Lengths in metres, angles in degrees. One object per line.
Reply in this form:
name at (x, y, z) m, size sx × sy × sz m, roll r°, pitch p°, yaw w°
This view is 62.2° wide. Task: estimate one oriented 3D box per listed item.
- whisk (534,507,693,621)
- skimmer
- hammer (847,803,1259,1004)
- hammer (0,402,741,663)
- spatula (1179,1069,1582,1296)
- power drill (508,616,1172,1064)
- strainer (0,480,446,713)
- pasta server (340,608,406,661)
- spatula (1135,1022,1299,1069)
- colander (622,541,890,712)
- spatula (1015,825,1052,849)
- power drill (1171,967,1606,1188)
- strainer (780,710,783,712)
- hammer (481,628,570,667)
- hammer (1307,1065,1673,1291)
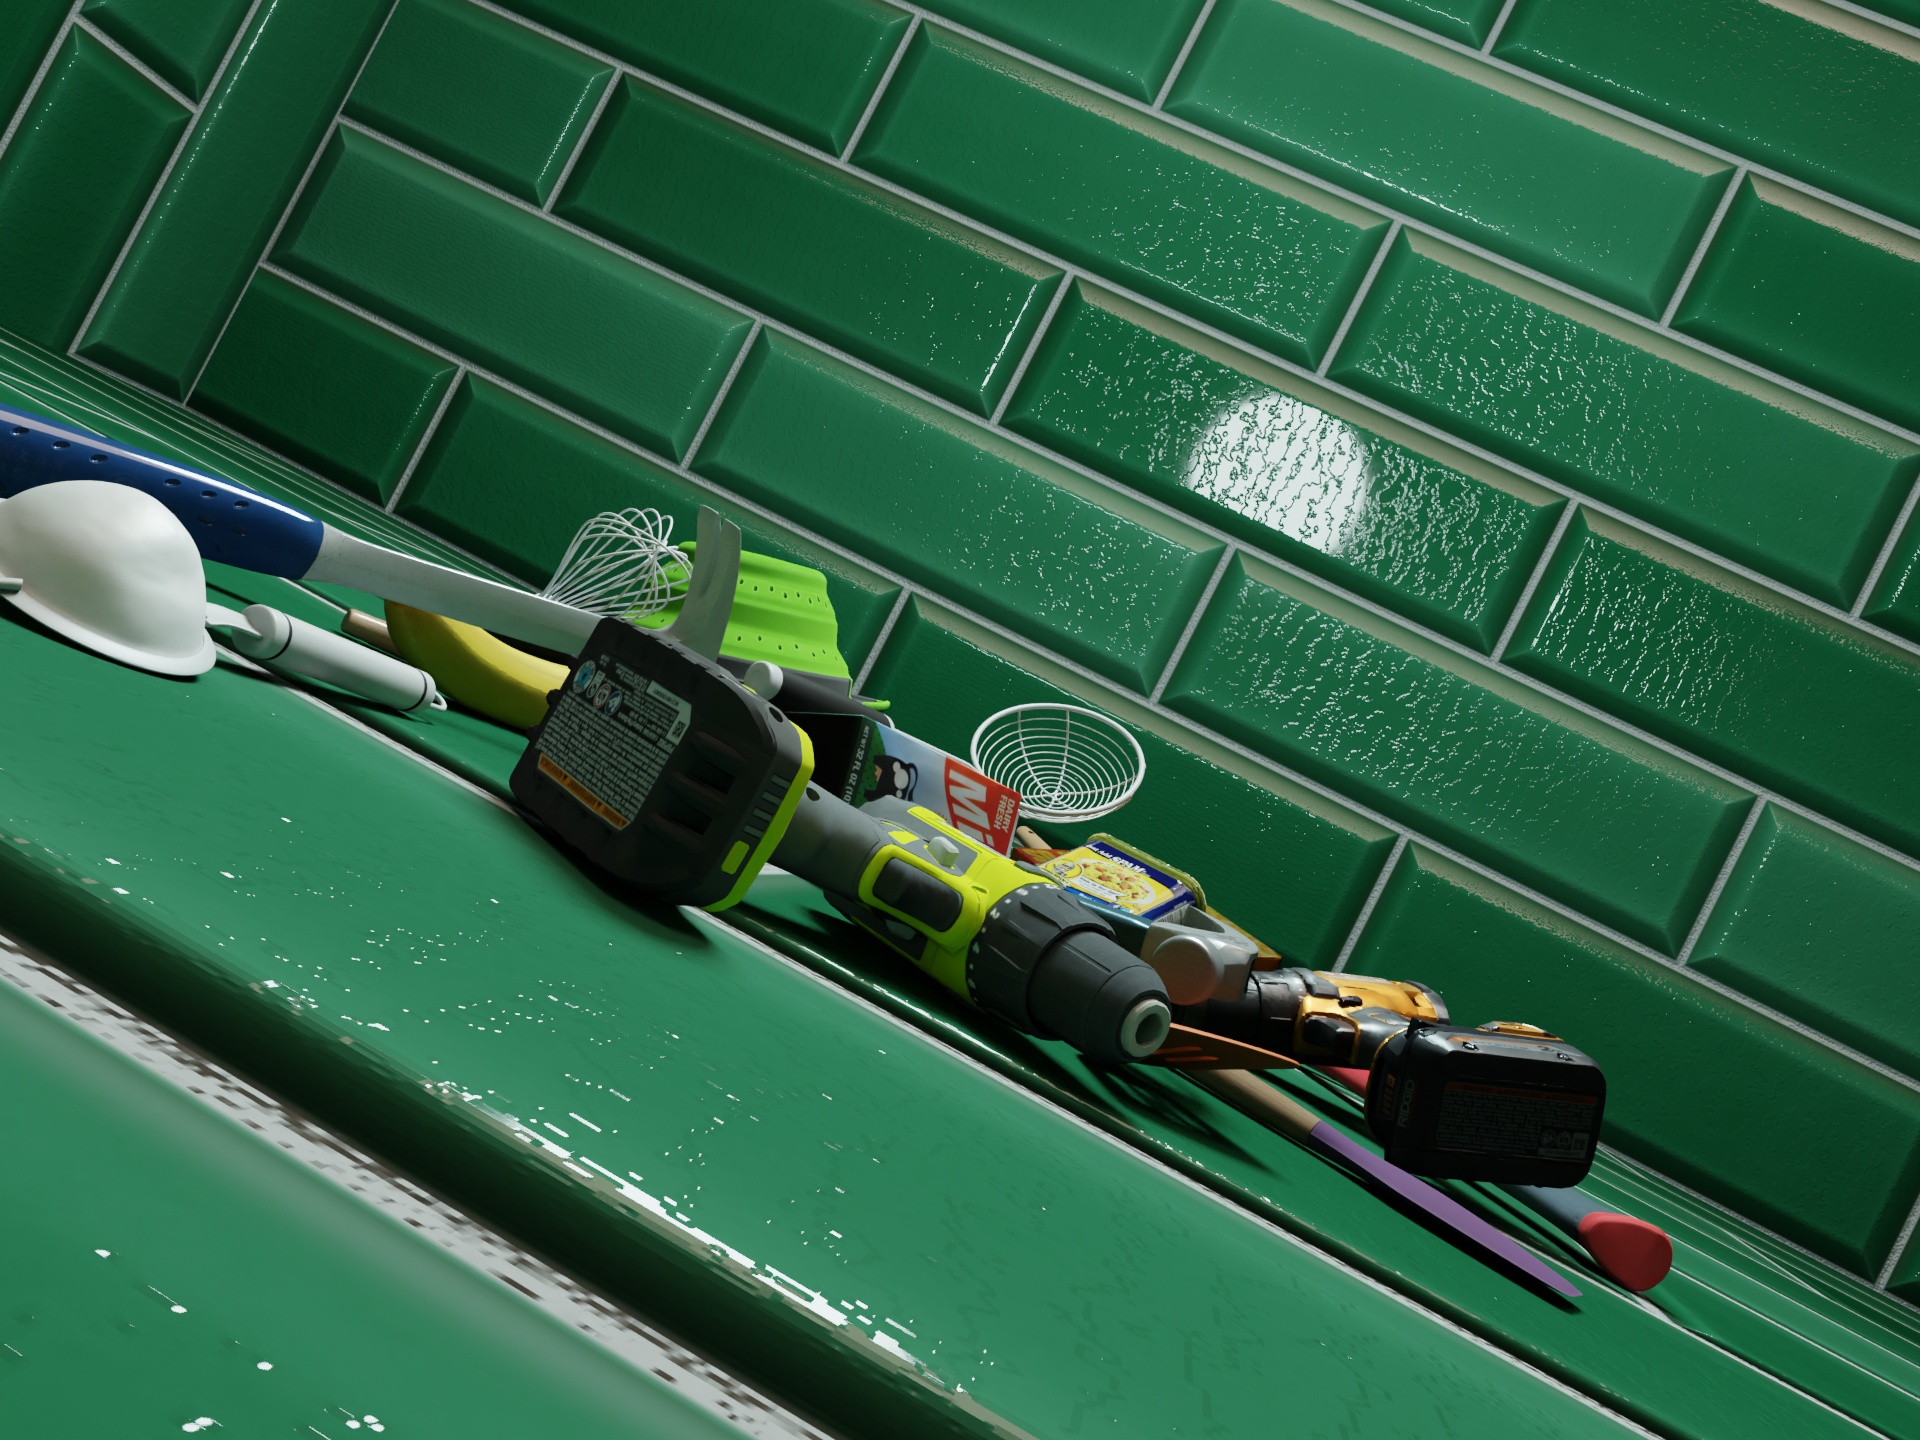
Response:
whisk at (-0.248, -0.074, 0.983) m, size 0.070 × 0.070 × 0.284 m, roll 28°, pitch -25°, yaw -30°
skimmer at (-0.002, -0.003, 1.061) m, size 0.127 × 0.090 × 0.363 m, roll 41°, pitch 10°, yaw 36°
hammer at (-0.008, 0.073, 0.797) m, size 0.331 × 0.033 × 0.128 m, roll 17°, pitch 1°, yaw 27°
hammer at (-0.256, -0.073, 0.654) m, size 0.035 × 0.144 × 0.405 m, roll 33°, pitch 10°, yaw 40°
spatula at (0.152, 0.188, 0.776) m, size 0.316 × 0.018 × 0.059 m, roll 28°, pitch -1°, yaw 33°
power drill at (-0.038, 0.056, 0.609) m, size 0.228 × 0.080 × 0.191 m, roll 32°, pitch -4°, yaw -39°
strainer at (-0.254, -0.036, 0.568) m, size 0.087 × 0.050 × 0.258 m, roll 43°, pitch 1°, yaw 18°
pasta server at (-0.200, 0.000, 0.918) m, size 0.316 × 0.040 × 0.060 m, roll 26°, pitch -20°, yaw -32°
spatula at (0.048, 0.119, 0.784) m, size 0.081 × 0.041 × 0.323 m, roll 20°, pitch 3°, yaw -22°
colander at (-0.239, -0.092, 1.162) m, size 0.397 × 0.094 × 0.204 m, roll 13°, pitch 3°, yaw 6°
spatula at (0.125, 0.153, 1.222) m, size 0.082 × 0.044 × 0.318 m, roll 11°, pitch 19°, yaw -33°
power drill at (0.241, 0.197, 0.943) m, size 0.185 × 0.084 × 0.226 m, roll 9°, pitch 3°, yaw -16°
strainer at (-0.132, 0.027, 1.224) m, size 0.152 × 0.069 × 0.256 m, roll 28°, pitch 4°, yaw 43°
hammer at (-0.295, -0.069, 0.818) m, size 0.408 × 0.036 × 0.149 m, roll 21°, pitch 2°, yaw -43°
hammer at (0.326, 0.274, 1.043) m, size 0.143 × 0.038 × 0.386 m, roll 29°, pitch -2°, yaw -20°
